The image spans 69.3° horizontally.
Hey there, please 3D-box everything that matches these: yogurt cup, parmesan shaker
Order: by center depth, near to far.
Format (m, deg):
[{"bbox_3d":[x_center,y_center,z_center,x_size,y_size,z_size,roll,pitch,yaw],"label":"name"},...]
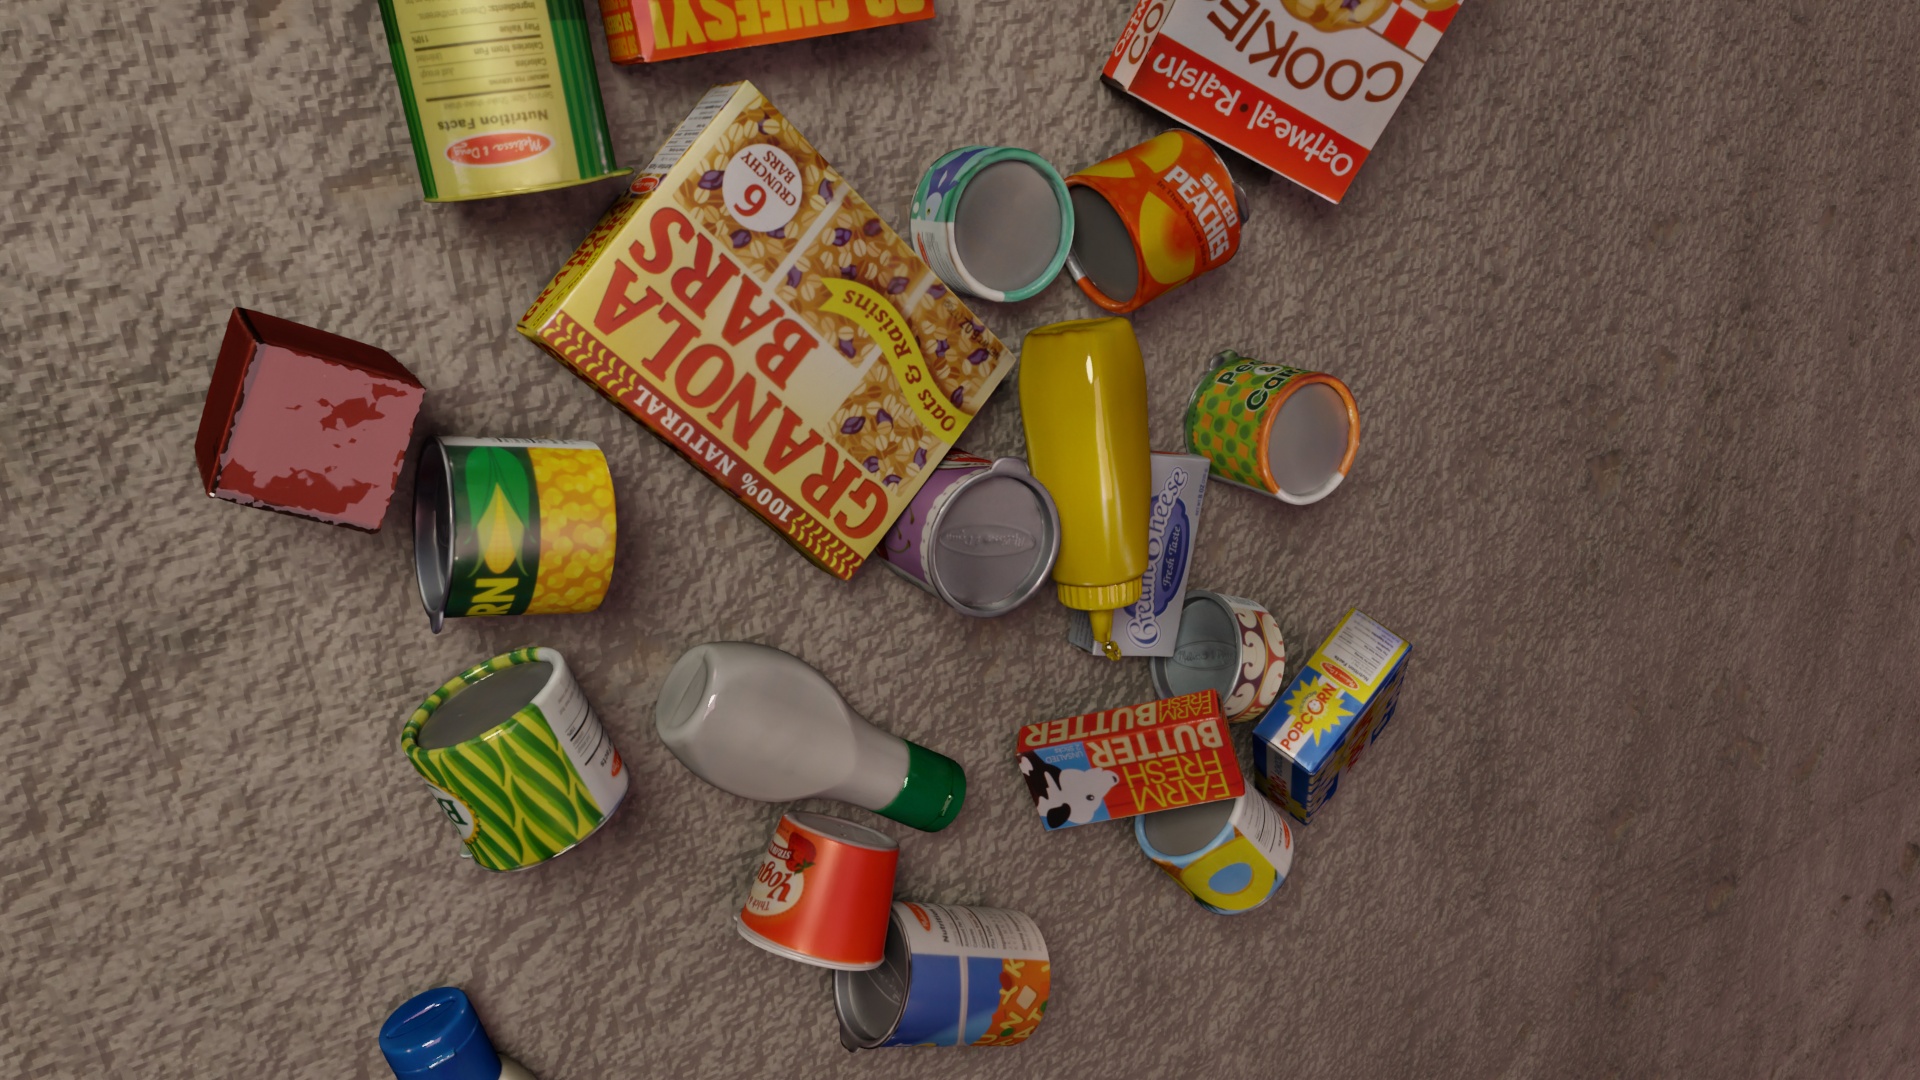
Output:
[{"bbox_3d":[-0.155,-0.171,0.466,0.071,0.071,0.102,-17,111,-27],"label":"parmesan shaker"},{"bbox_3d":[-0.060,0.154,0.620,0.072,0.072,0.054,18,86,-34],"label":"yogurt cup"}]

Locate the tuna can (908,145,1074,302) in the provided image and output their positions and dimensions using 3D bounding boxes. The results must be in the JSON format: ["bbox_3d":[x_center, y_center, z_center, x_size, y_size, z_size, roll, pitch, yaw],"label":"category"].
[{"bbox_3d":[0.016,-0.138,0.600,0.071,0.033,0.071,-9,109,-29],"label":"tuna can"}]

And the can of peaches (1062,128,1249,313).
[{"bbox_3d":[0.083,-0.142,0.618,0.058,0.071,0.071,-29,117,-20],"label":"can of peaches"}]

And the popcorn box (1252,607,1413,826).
[{"bbox_3d":[0.195,0.096,0.737,0.085,0.038,0.126,-50,156,-11],"label":"popcorn box"}]

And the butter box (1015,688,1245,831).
[{"bbox_3d":[0.084,0.109,0.683,0.103,0.024,0.053,-14,118,15],"label":"butter box"}]

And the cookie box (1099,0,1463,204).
[{"bbox_3d":[0.157,-0.250,0.610,0.123,0.040,0.166,20,112,-23],"label":"cookie box"}]

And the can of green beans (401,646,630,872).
[{"bbox_3d":[-0.169,0.082,0.530,0.071,0.071,0.057,-32,118,-20],"label":"can of green beans"}]

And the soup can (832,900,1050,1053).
[{"bbox_3d":[-0.010,0.210,0.664,0.084,0.071,0.071,14,96,-34],"label":"soup can"}]

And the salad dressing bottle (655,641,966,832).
[{"bbox_3d":[-0.061,0.092,0.613,0.147,0.044,0.064,30,85,-35],"label":"salad dressing bottle"}]

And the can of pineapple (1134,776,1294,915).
[{"bbox_3d":[0.133,0.157,0.737,0.071,0.071,0.057,-50,122,-10],"label":"can of pineapple"}]

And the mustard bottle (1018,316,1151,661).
[{"bbox_3d":[0.060,-0.020,0.637,0.065,0.049,0.159,-26,114,-59],"label":"mustard bottle"}]

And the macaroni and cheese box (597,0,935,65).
[{"bbox_3d":[-0.081,-0.266,0.500,0.124,0.040,0.165,-19,112,-26],"label":"macaroni and cheese box"}]

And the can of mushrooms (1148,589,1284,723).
[{"bbox_3d":[0.130,0.062,0.706,0.033,0.071,0.071,10,99,-35],"label":"can of mushrooms"}]

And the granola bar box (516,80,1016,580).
[{"bbox_3d":[-0.072,-0.080,0.559,0.165,0.039,0.124,42,80,-33],"label":"granola bar box"}]

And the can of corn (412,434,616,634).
[{"bbox_3d":[-0.163,-0.002,0.508,0.058,0.071,0.071,-1,104,-32],"label":"can of corn"}]

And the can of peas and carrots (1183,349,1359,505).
[{"bbox_3d":[0.155,-0.058,0.693,0.071,0.059,0.070,-10,109,-30],"label":"can of peas and carrots"}]

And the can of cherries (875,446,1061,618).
[{"bbox_3d":[0.002,-0.008,0.614,0.072,0.058,0.071,-9,108,-28],"label":"can of cherries"}]

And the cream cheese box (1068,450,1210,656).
[{"bbox_3d":[0.088,0.006,0.691,0.053,0.024,0.103,3,102,-31],"label":"cream cheese box"}]

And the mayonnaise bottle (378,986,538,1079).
[{"bbox_3d":[-0.195,0.254,0.579,0.065,0.041,0.147,-27,115,-24],"label":"mayonnaise bottle"}]
